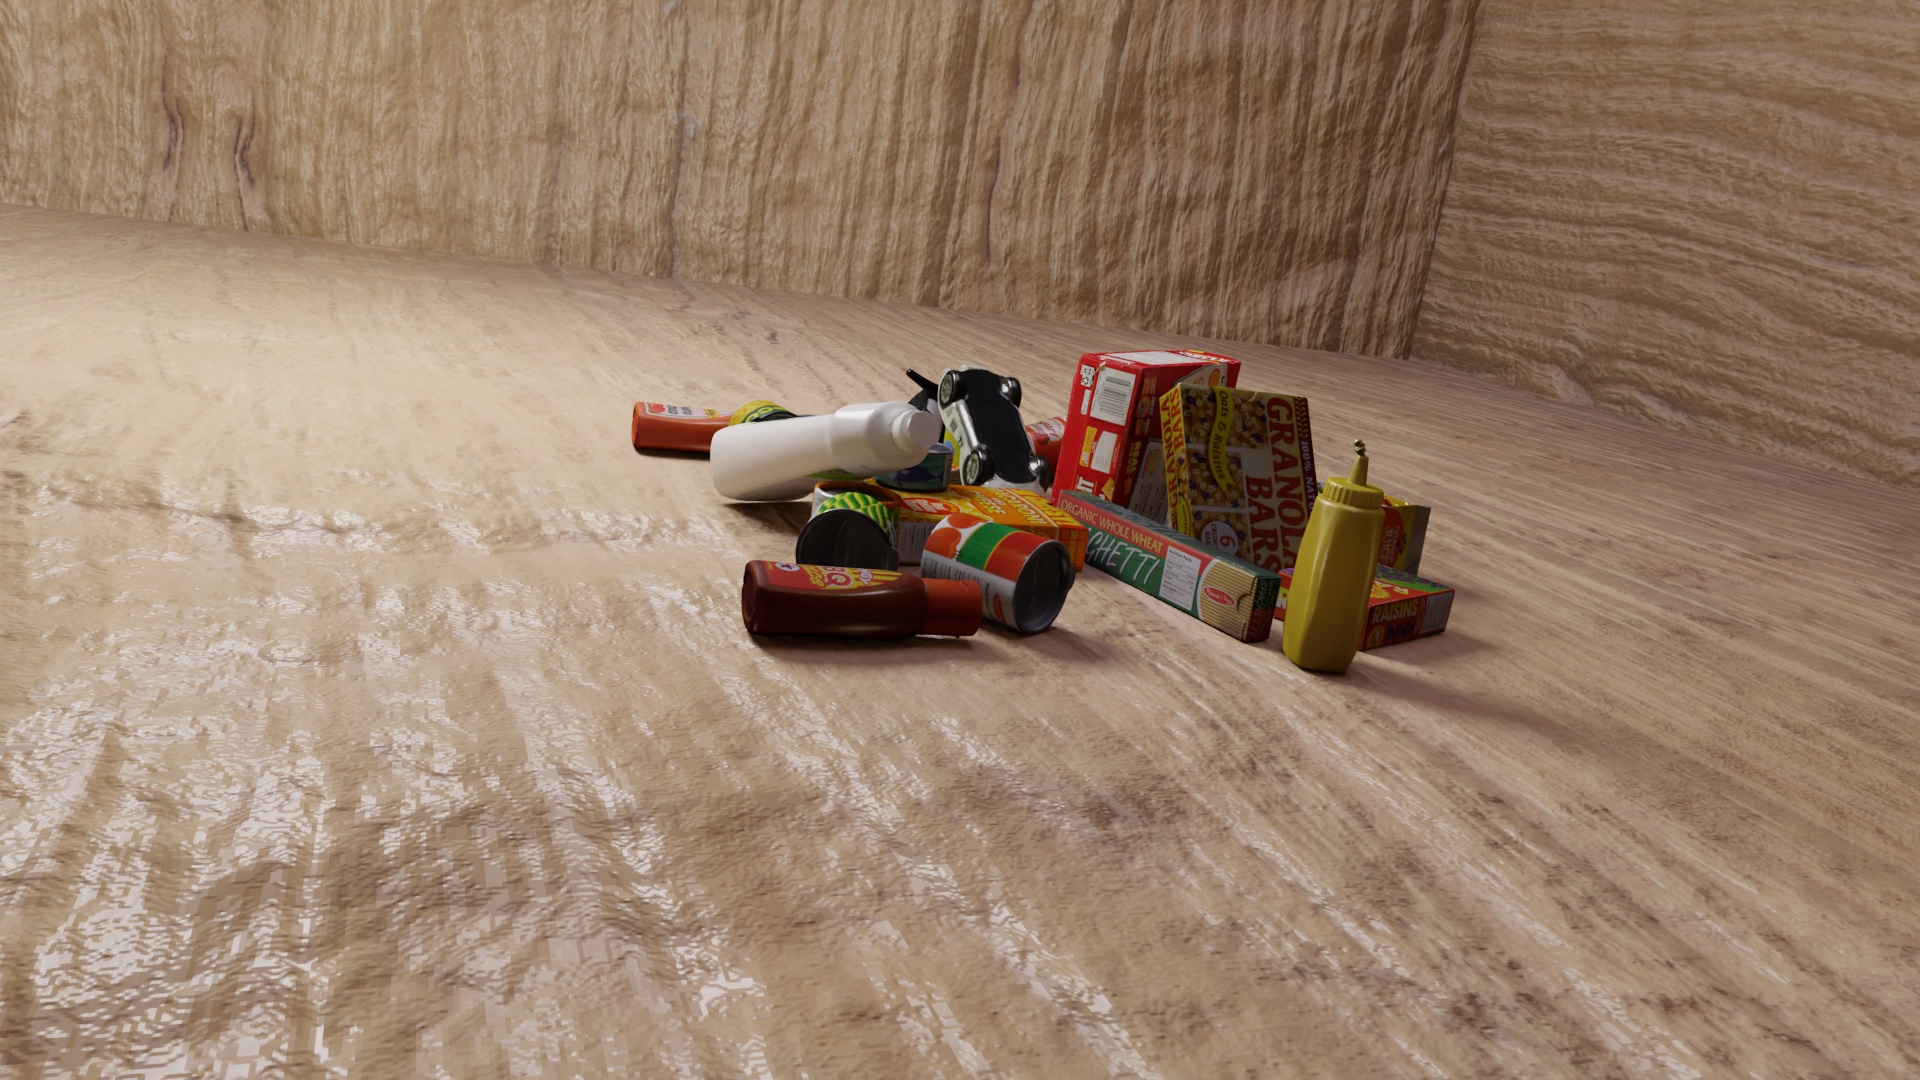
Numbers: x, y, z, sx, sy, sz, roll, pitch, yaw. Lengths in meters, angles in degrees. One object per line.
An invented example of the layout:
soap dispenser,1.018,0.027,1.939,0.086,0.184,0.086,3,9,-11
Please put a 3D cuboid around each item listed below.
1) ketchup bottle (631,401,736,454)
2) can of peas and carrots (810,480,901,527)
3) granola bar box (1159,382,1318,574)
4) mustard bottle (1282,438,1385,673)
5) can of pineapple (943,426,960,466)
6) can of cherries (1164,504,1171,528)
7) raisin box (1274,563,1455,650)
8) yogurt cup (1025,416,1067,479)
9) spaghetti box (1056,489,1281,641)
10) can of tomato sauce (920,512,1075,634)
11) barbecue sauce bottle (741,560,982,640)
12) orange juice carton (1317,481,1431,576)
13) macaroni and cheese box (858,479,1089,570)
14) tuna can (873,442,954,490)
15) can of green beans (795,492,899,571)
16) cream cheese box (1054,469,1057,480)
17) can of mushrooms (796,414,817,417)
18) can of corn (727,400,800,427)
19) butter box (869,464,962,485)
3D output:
ketchup bottle,-0.240,-0.105,1.341,0.149,0.043,0.065,4,14,-19
can of peas and carrots,-0.079,-0.009,1.031,0.071,0.058,0.071,8,14,-2
granola bar box,0.233,-0.043,1.143,0.124,0.166,0.039,4,-19,-19
mustard bottle,0.261,0.009,0.954,0.049,0.159,0.065,9,15,-2
can of pineapple,0.014,-0.088,1.392,0.071,0.057,0.071,8,14,-2
can of cherries,0.210,-0.007,1.191,0.071,0.058,0.071,8,14,-2
raisin box,0.313,0.047,1.079,0.124,0.040,0.086,-6,21,-42
yogurt cup,0.085,-0.093,1.448,0.054,0.072,0.072,-9,21,-30
spaghetti box,0.154,0.014,1.095,0.029,0.050,0.250,2,15,-32
can of tomato sauce,0.026,0.020,0.959,0.083,0.071,0.071,18,17,36
barbecue sauce bottle,-0.061,0.040,0.882,0.149,0.043,0.065,4,14,-18
orange juice carton,0.321,-0.014,1.254,0.193,0.071,0.073,10,14,8
macaroni and cheese box,0.004,-0.014,1.136,0.167,0.040,0.124,2,16,-22
tuna can,-0.042,-0.064,1.155,0.071,0.032,0.071,7,13,-2
can of green beans,-0.078,0.004,0.966,0.071,0.071,0.058,9,13,0
cream cheese box,0.153,-0.055,1.413,0.104,0.024,0.053,1,17,-26
can of mushrooms,-0.142,-0.106,1.423,0.071,0.033,0.071,8,14,-2
can of corn,-0.178,-0.094,1.281,0.071,0.071,0.058,1,15,-29
butter box,-0.043,-0.060,1.317,0.053,0.024,0.104,17,17,29
